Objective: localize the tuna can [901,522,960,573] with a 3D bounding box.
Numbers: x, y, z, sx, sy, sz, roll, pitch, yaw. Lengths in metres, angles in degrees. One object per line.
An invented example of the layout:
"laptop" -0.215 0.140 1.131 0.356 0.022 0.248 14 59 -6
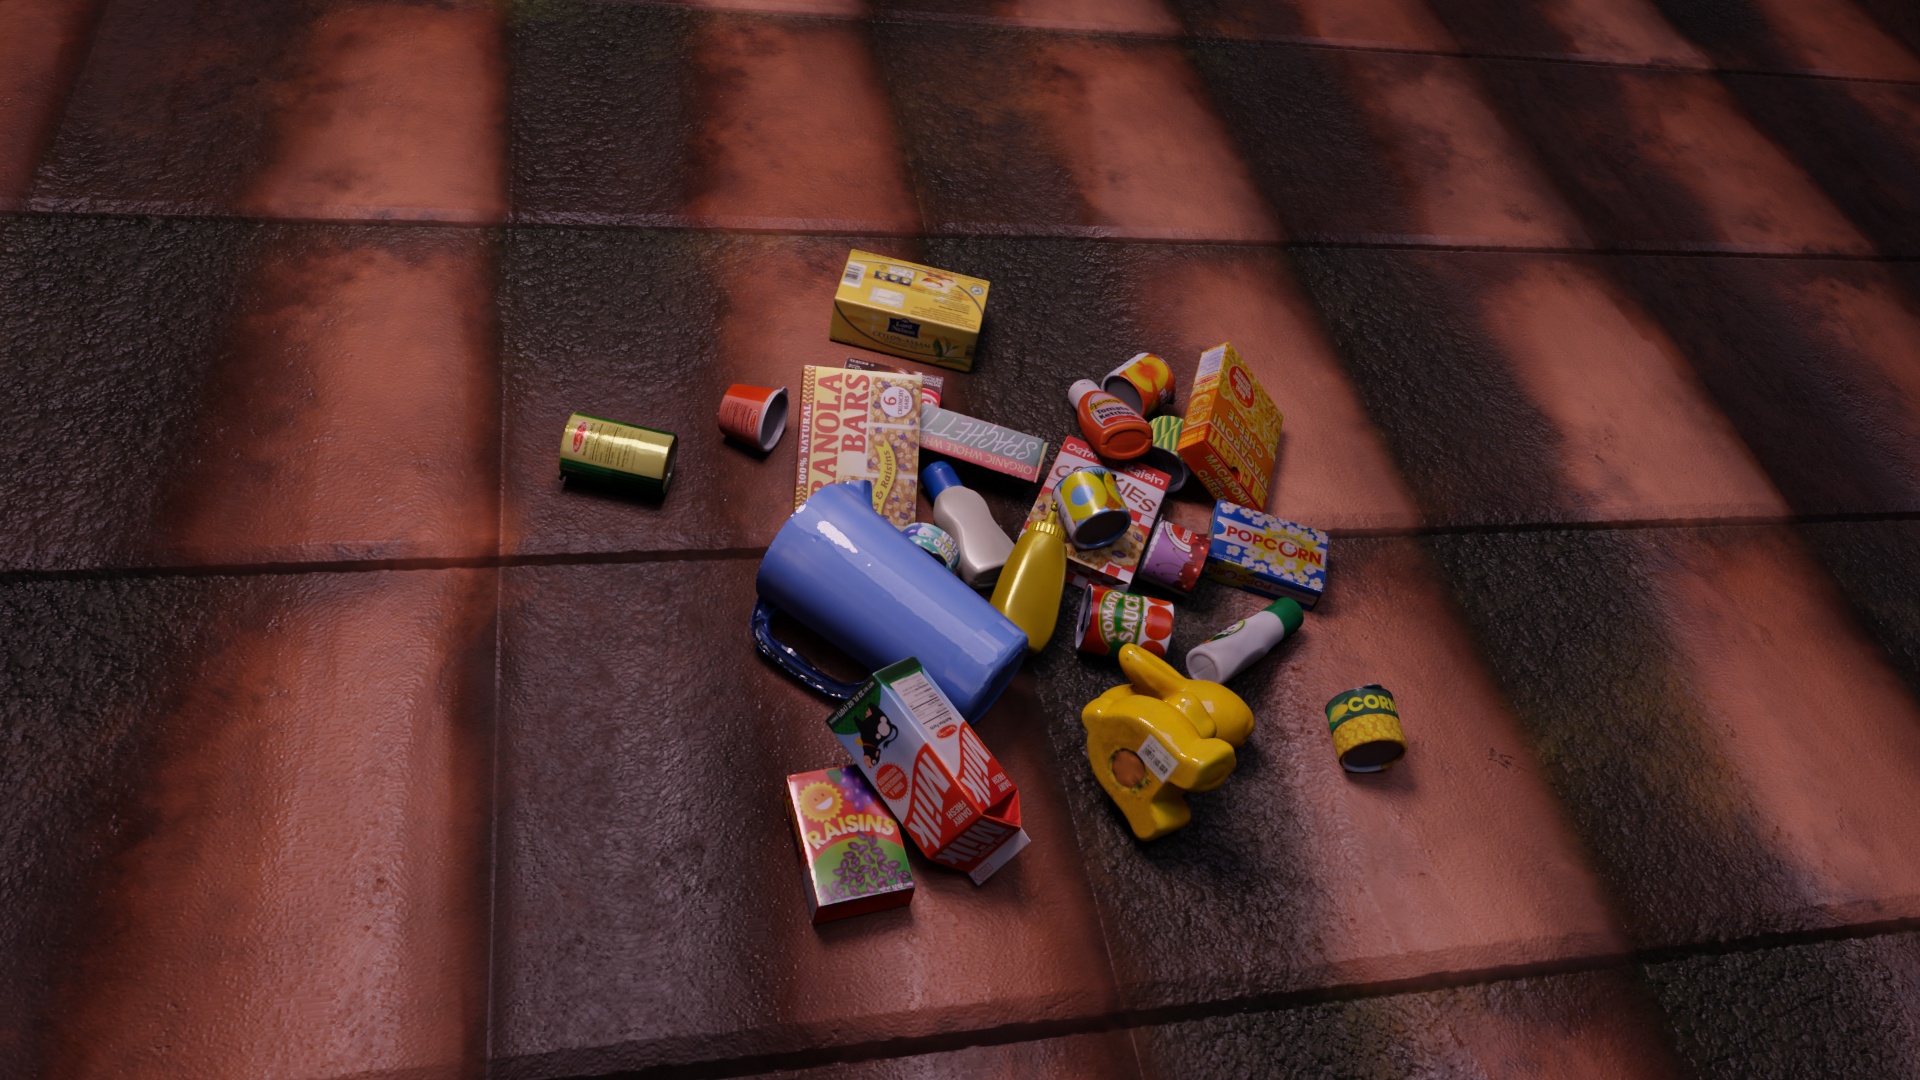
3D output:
"tuna can" -0.034 0.016 1.371 0.071 0.070 0.033 24 50 8

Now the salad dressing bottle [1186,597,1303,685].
"salad dressing bottle" 0.286 0.100 1.383 0.148 0.064 0.044 -25 78 -39

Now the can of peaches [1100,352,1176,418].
"can of peaches" 0.204 -0.172 1.585 0.071 0.070 0.058 41 54 21

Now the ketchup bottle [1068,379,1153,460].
"ketchup bottle" 0.158 -0.135 1.526 0.065 0.043 0.149 -7 27 -12

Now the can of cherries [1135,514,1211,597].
"can of cherries" 0.220 0.016 1.428 0.058 0.071 0.072 23 50 6

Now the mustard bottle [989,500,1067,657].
"mustard bottle" 0.073 0.033 1.365 0.065 0.048 0.161 28 65 -20

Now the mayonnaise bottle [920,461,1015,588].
"mayonnaise bottle" 0.005 -0.018 1.429 0.065 0.041 0.148 -10 52 -29

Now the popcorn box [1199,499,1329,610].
"popcorn box" 0.323 0.015 1.474 0.127 0.038 0.085 18 50 2

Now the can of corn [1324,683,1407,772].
"can of corn" 0.389 0.180 1.329 0.071 0.070 0.058 3 51 -10

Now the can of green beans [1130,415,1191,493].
"can of green beans" 0.225 -0.095 1.525 0.071 0.071 0.058 25 50 9

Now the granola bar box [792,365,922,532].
"granola bar box" -0.105 -0.089 1.416 0.124 0.039 0.166 4 79 -8

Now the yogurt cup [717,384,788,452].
"yogurt cup" -0.219 -0.132 1.459 0.054 0.072 0.073 17 49 12

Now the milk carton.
"milk carton" -0.021 0.200 1.190 0.191 0.072 0.073 51 26 12

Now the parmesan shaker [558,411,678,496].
"parmesan shaker" -0.341 -0.083 1.390 0.103 0.071 0.072 12 49 -3

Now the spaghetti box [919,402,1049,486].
"spaghetti box" -0.033 -0.115 1.466 0.250 0.028 0.050 17 79 -4

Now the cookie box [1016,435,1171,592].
"cookie box" 0.141 -0.026 1.465 0.123 0.040 0.168 22 49 6

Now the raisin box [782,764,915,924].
"raisin box" -0.096 0.254 1.179 0.086 0.039 0.124 -7 54 -18

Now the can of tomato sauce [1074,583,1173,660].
"can of tomato sauce" 0.160 0.083 1.359 0.083 0.070 0.071 12 49 -3

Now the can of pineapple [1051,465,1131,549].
"can of pineapple" 0.134 -0.033 1.399 0.071 0.070 0.058 -9 55 -19

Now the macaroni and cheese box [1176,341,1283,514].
"macaroni and cheese box" 0.301 -0.121 1.537 0.123 0.040 0.167 46 43 -26
